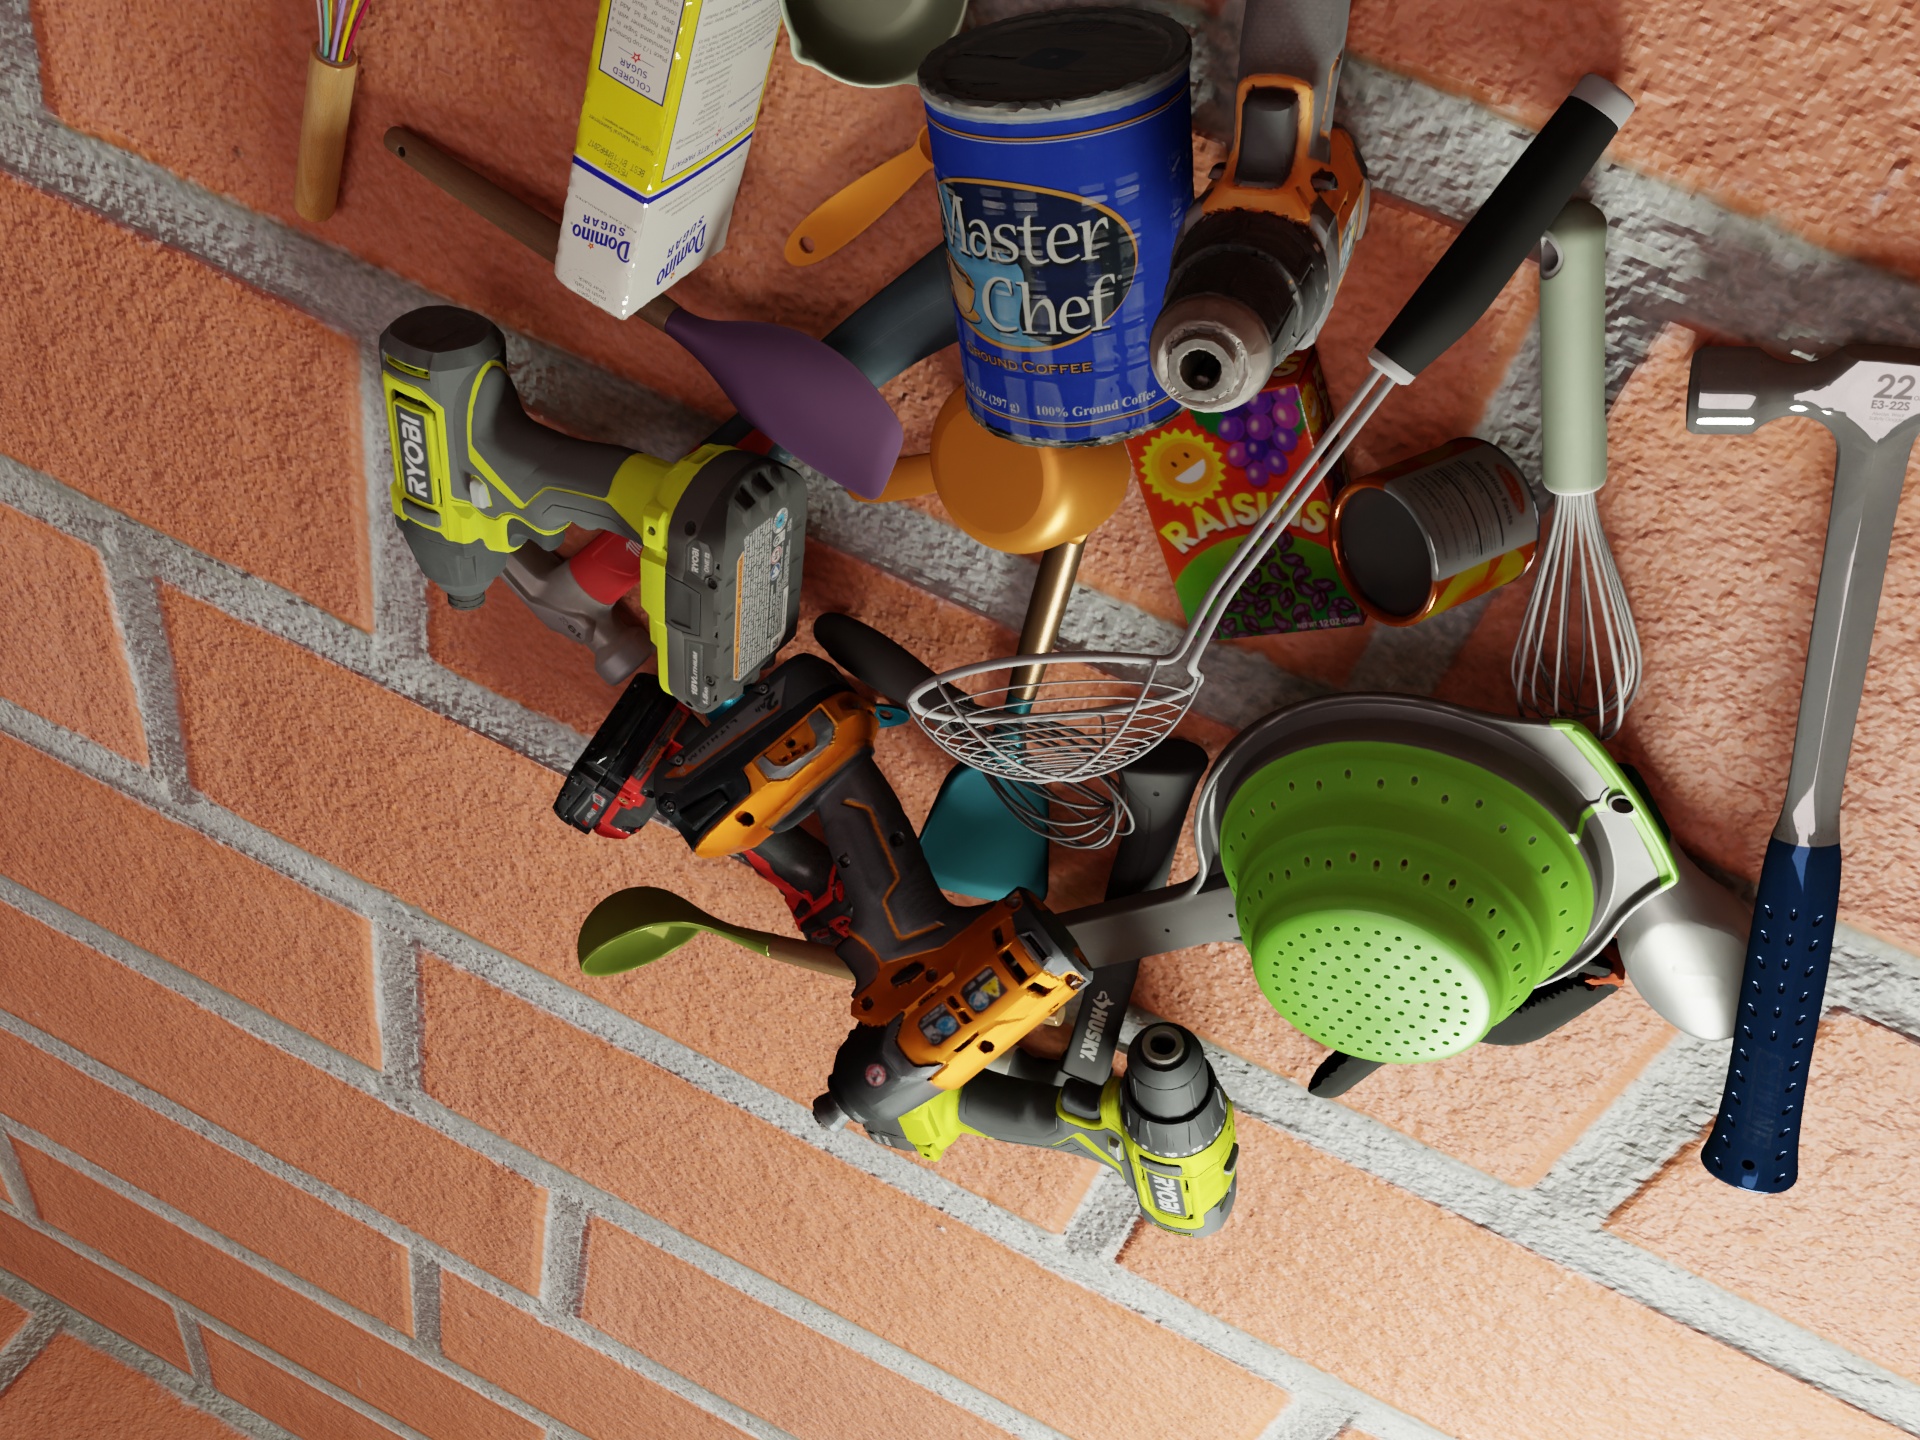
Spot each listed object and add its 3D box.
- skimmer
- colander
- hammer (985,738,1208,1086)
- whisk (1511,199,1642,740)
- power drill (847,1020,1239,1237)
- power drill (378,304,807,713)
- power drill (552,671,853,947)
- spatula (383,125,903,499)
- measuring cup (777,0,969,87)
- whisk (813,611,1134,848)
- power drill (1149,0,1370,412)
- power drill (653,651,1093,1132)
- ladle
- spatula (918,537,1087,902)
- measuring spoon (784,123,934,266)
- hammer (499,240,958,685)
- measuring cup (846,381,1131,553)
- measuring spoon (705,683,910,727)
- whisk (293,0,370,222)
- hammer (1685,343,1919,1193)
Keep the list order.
[{"bbox_3d":[0.115,-0.109,0.647,0.363,0.127,0.090,-53,55,20],"label":"skimmer"},{"bbox_3d":[0.143,0.114,0.797,0.397,0.094,0.204,-21,118,41],"label":"colander"},{"bbox_3d":[0.098,0.139,0.941,0.146,0.035,0.334,21,134,13],"label":"hammer"},{"bbox_3d":[0.256,-0.092,0.659,0.059,0.058,0.246,-16,121,-3],"label":"whisk"},{"bbox_3d":[0.050,0.217,0.938,0.228,0.080,0.190,10,143,21],"label":"power drill"},{"bbox_3d":[-0.195,-0.099,0.821,0.223,0.080,0.171,24,132,17],"label":"power drill"},{"bbox_3d":[-0.131,0.073,0.972,0.219,0.079,0.143,33,154,-8],"label":"power drill"},{"bbox_3d":[-0.157,-0.207,0.765,0.316,0.018,0.059,34,126,12],"label":"spatula"},{"bbox_3d":[-0.010,-0.269,0.654,0.083,0.038,0.167,-37,127,14],"label":"measuring cup"},{"bbox_3d":[0.000,-0.003,0.815,0.239,0.055,0.055,34,143,39],"label":"whisk"},{"bbox_3d":[0.105,-0.226,0.526,0.084,0.185,0.226,11,129,16],"label":"power drill"},{"bbox_3d":[-0.061,0.096,0.841,0.164,0.084,0.226,-40,79,4],"label":"power drill"},{"bbox_3d":[-0.089,0.150,0.934,0.320,0.062,0.078,9,175,26],"label":"ladle"},{"bbox_3d":[0.039,-0.027,0.826,0.082,0.044,0.317,13,132,-1],"label":"spatula"},{"bbox_3d":[-0.041,-0.236,0.719,0.117,0.011,0.021,-22,112,43],"label":"measuring spoon"},{"bbox_3d":[-0.125,-0.147,0.818,0.386,0.038,0.143,-29,108,42],"label":"hammer"},{"bbox_3d":[-0.004,-0.118,0.755,0.174,0.052,0.095,-5,107,39],"label":"measuring cup"},{"bbox_3d":[-0.089,-0.010,0.934,0.128,0.021,0.042,1,138,16],"label":"measuring spoon"},{"bbox_3d":[-0.293,-0.331,0.751,0.047,0.051,0.245,31,138,-6],"label":"whisk"},{"bbox_3d":[0.367,0.042,0.675,0.144,0.035,0.405,6,121,23],"label":"hammer"}]
